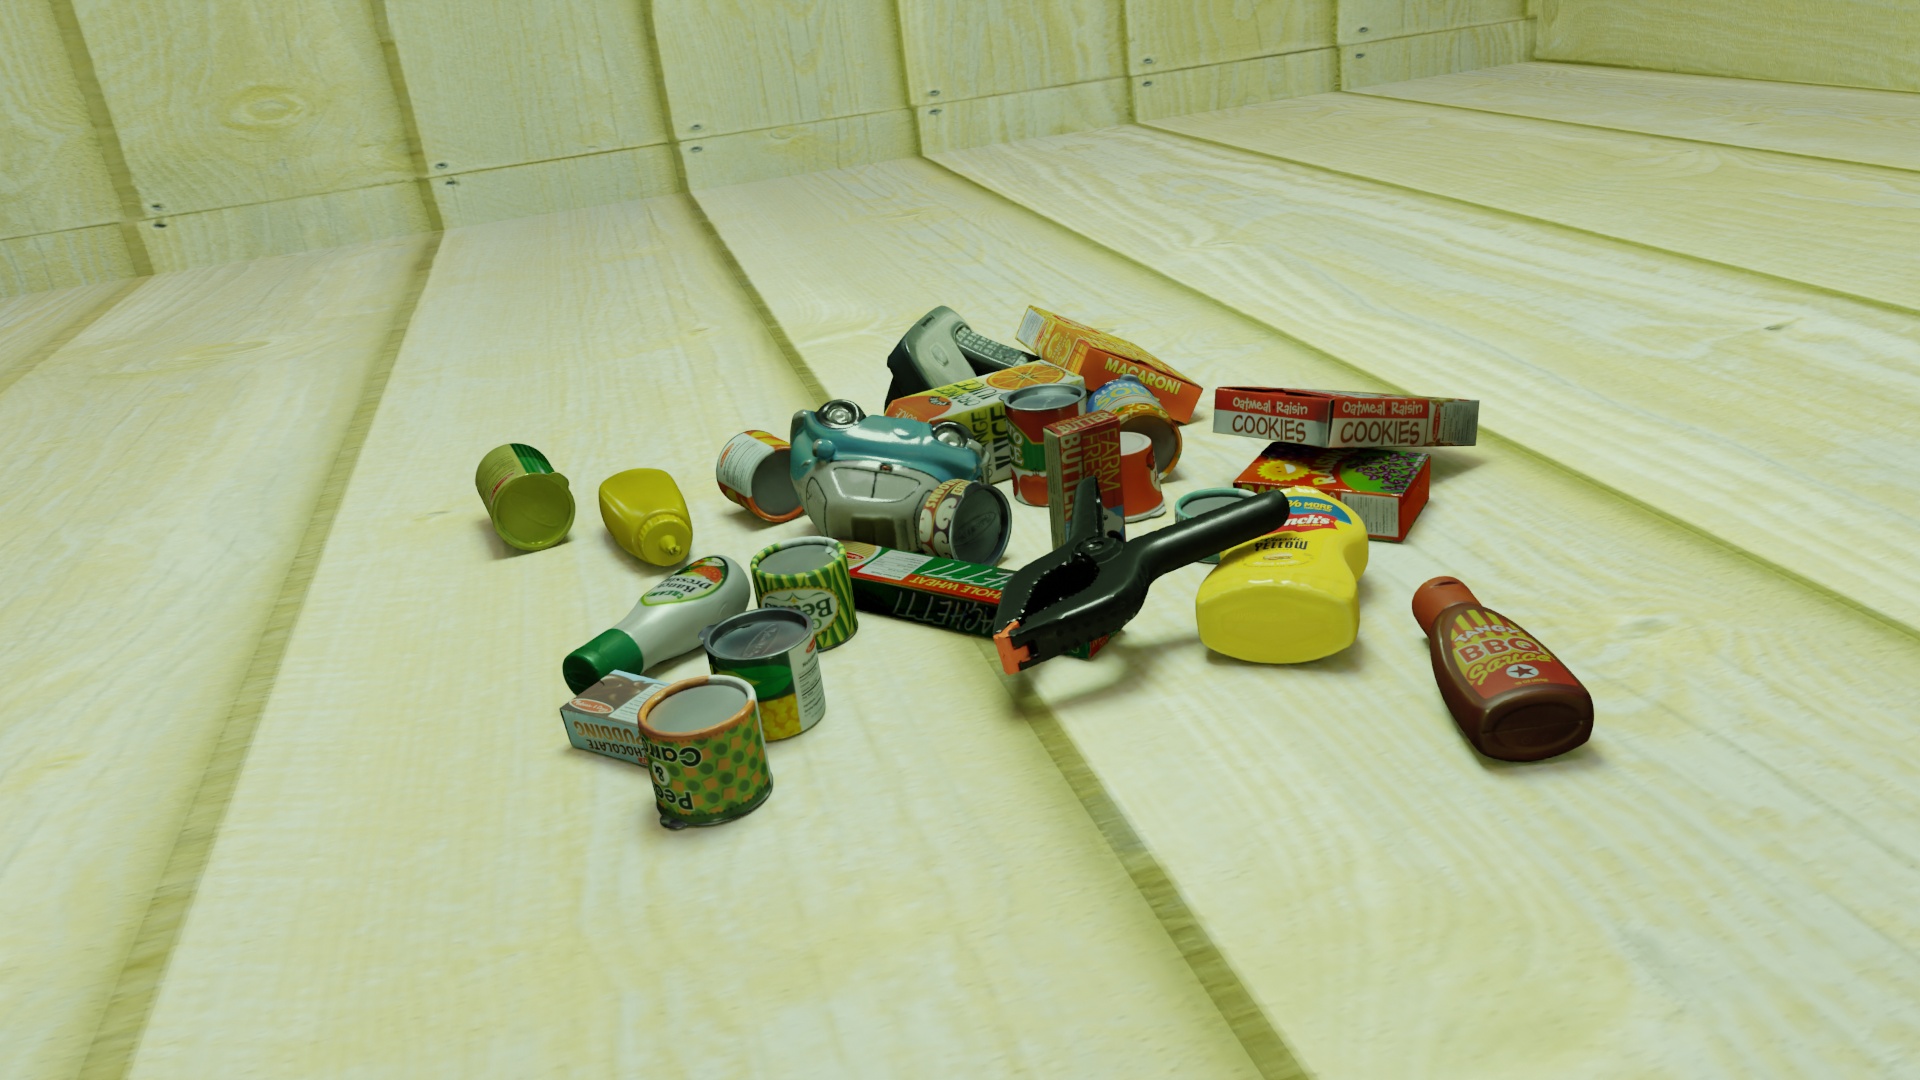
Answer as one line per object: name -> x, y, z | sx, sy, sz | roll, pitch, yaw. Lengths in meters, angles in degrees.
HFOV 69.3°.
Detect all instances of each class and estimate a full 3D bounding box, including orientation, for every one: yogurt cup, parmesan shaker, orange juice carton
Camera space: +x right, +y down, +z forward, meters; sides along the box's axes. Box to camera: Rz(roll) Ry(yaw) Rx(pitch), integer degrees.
yogurt cup -> 0.123, -0.051, 1.082 | 0.072, 0.053, 0.073 | -6, 23, 3
parmesan shaker -> -0.367, -0.041, 1.173 | 0.071, 0.071, 0.103 | -16, 25, -21
orange juice carton -> 0.010, -0.091, 1.181 | 0.193, 0.072, 0.072 | -18, 26, -23

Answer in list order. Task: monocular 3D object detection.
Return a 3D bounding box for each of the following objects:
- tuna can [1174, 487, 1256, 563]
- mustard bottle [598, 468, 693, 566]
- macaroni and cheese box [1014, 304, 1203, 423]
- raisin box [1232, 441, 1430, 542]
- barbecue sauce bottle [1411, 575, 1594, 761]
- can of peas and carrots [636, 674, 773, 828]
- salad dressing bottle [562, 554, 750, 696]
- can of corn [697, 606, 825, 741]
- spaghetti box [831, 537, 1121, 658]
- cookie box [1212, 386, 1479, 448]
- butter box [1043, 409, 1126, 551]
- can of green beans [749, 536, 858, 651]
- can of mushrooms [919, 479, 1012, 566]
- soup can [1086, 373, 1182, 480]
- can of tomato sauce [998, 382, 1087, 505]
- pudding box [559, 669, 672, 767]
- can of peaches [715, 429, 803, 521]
tuna can -> 0.185, -0.012, 1.002 | 0.071, 0.032, 0.071 | -5, 23, 2
mustard bottle -> -0.245, -0.014, 1.104 | 0.065, 0.048, 0.160 | -16, 26, -19
macaroni and cheese box -> 0.135, -0.167, 1.294 | 0.124, 0.040, 0.167 | 16, 16, -22
raisin box -> 0.276, -0.038, 1.030 | 0.123, 0.040, 0.086 | 7, 28, 30
barbecue sauce bottle -> 0.294, 0.067, 0.780 | 0.065, 0.043, 0.149 | -8, 23, 2
can of peas and carrots -> -0.143, 0.116, 0.769 | 0.071, 0.058, 0.071 | -6, 23, 3
salad dressing bottle -> -0.202, 0.059, 0.934 | 0.064, 0.043, 0.148 | 6, 27, 30
can of corn -> -0.120, 0.081, 0.843 | 0.071, 0.058, 0.071 | -6, 24, 3
spaghetti box -> -0.007, 0.036, 0.950 | 0.250, 0.028, 0.050 | 10, 29, 33
cookie box -> 0.300, -0.097, 1.083 | 0.168, 0.040, 0.123 | -3, 10, -33
butter box -> 0.090, -0.038, 1.001 | 0.053, 0.103, 0.024 | -17, 26, -24
can of green beans -> -0.106, 0.036, 0.941 | 0.071, 0.057, 0.071 | -6, 24, 3
can of mushrooms -> 0.004, -0.013, 1.007 | 0.033, 0.070, 0.071 | 14, 31, 43
soup can -> 0.142, -0.093, 1.150 | 0.071, 0.071, 0.084 | -9, 24, -4
can of tomato sauce -> 0.069, -0.078, 1.121 | 0.071, 0.082, 0.071 | -6, 23, 3
pudding box -> -0.193, 0.107, 0.837 | 0.084, 0.030, 0.050 | 8, 29, 31
can of peaches -> -0.158, -0.053, 1.151 | 0.071, 0.071, 0.058 | -21, 27, -29
